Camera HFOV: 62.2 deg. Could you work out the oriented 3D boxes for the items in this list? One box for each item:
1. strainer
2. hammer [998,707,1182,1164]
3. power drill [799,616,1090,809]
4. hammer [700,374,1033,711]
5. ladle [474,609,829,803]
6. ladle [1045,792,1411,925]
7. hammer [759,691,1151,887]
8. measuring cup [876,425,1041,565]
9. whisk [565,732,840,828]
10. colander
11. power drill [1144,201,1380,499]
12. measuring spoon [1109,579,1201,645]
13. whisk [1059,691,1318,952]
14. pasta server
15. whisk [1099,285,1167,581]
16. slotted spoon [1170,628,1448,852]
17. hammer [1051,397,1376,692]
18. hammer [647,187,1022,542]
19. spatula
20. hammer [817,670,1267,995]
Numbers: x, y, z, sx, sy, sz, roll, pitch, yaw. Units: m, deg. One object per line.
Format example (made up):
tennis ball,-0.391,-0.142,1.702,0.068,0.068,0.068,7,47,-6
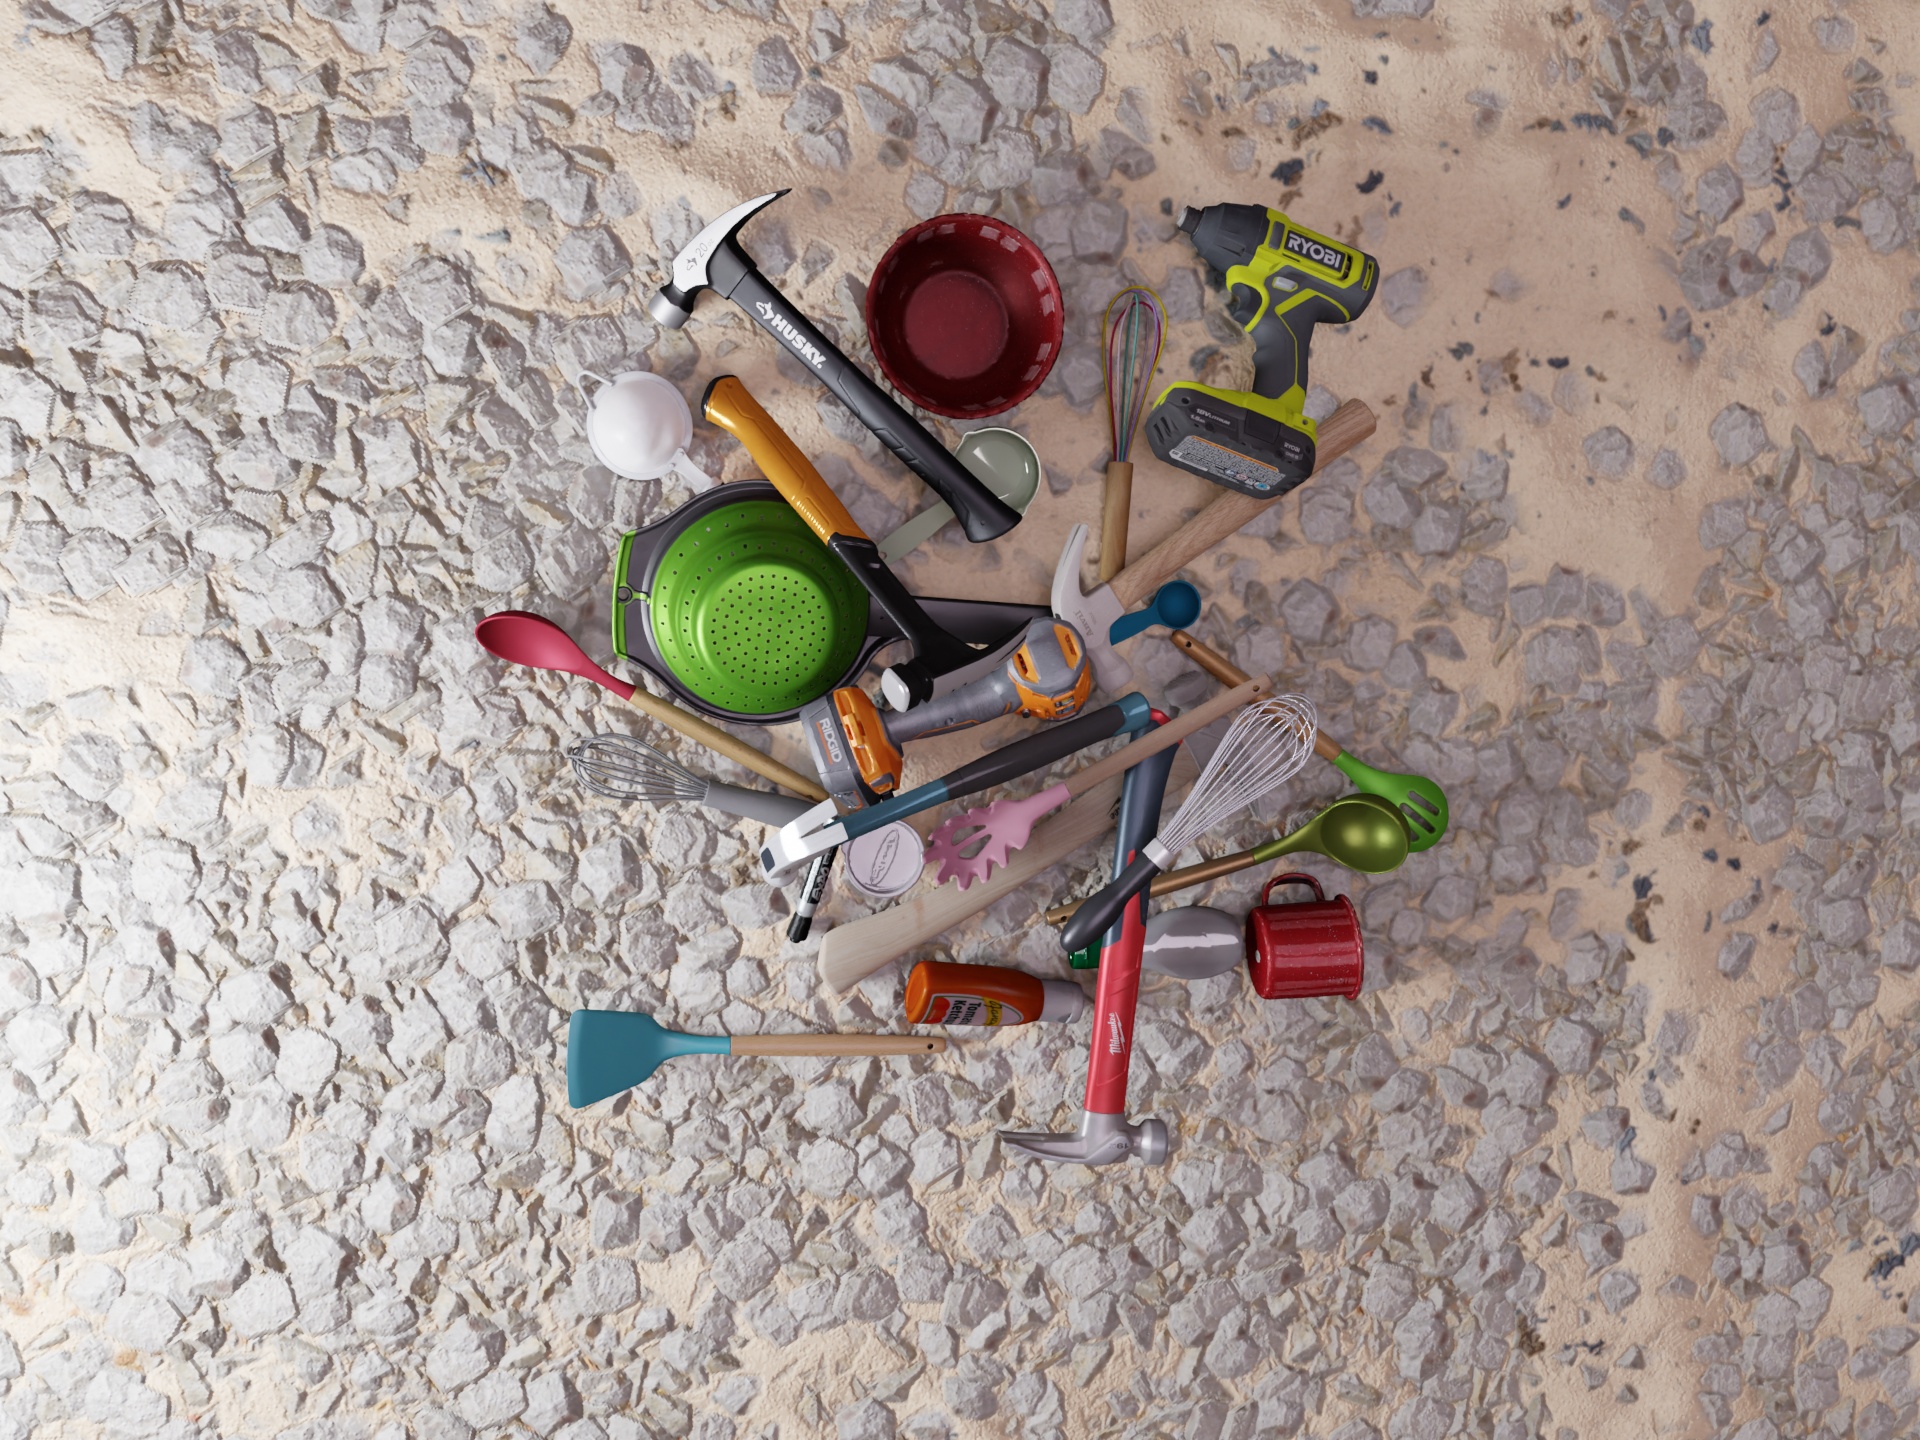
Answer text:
strainer,-0.206,-0.193,1.281,0.258,0.050,0.087,38,105,-14
hammer,0.122,0.179,1.330,0.143,0.038,0.386,5,94,-9
power drill,-0.002,-0.004,1.286,0.226,0.164,0.084,-21,76,2
hammer,-0.089,-0.152,1.220,0.127,0.034,0.337,-26,64,-30
ladle,-0.244,-0.009,1.296,0.315,0.069,0.031,30,52,-15
ladle,0.230,0.132,1.371,0.320,0.062,0.078,-16,118,-1
hammer,-0.001,0.050,1.258,0.331,0.128,0.033,-22,79,-13
measuring cup,-0.008,-0.180,1.320,0.167,0.038,0.083,-34,103,12
whisk,-0.207,0.057,1.306,0.239,0.055,0.055,16,94,-15
colander,-0.076,-0.078,1.274,0.397,0.095,0.204,3,106,-13
power drill,0.236,-0.309,1.297,0.171,0.080,0.223,20,74,-9
measuring spoon,0.144,-0.083,1.353,0.128,0.021,0.042,-23,99,-10
whisk,0.184,0.085,1.286,0.070,0.070,0.284,43,94,-11
pasta server,0.112,0.045,1.291,0.316,0.040,0.060,-29,98,10
whisk,0.139,-0.238,1.329,0.047,0.051,0.245,2,99,-15
slotted spoon,0.308,0.017,1.392,0.313,0.031,0.070,36,95,-10
hammer,0.215,-0.170,1.334,0.331,0.031,0.130,-36,106,-11
hammer,-0.081,-0.265,1.247,0.334,0.035,0.146,43,118,-6
spatula,-0.167,0.278,1.338,0.317,0.044,0.082,1,93,-10
hammer,0.066,0.122,1.361,0.410,0.038,0.146,-31,102,-4
